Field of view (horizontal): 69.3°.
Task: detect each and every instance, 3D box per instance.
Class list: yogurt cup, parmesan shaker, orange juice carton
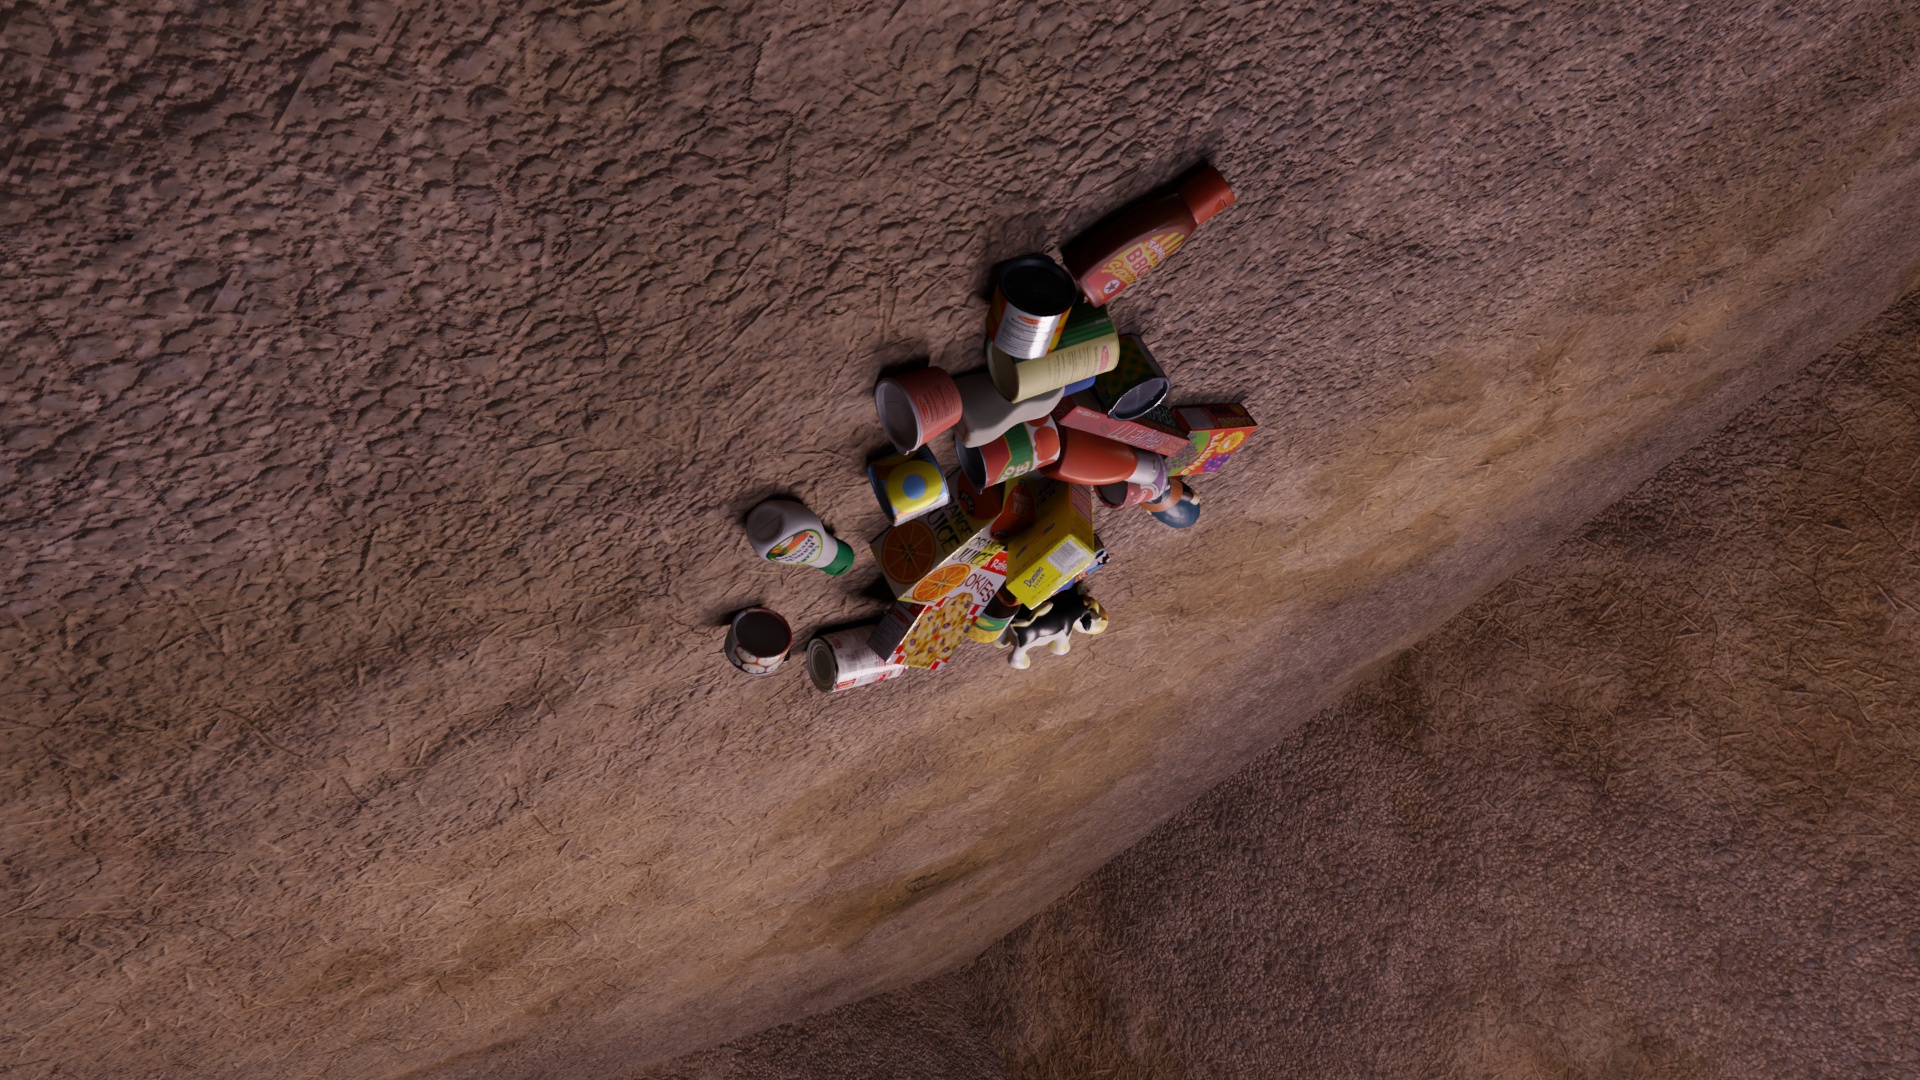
[{"bbox_3d":[-0.035,-0.119,1.217,0.054,0.072,0.072,-26,157,-27],"label":"yogurt cup"},{"bbox_3d":[0.081,-0.171,1.241,0.103,0.071,0.071,-20,154,-19],"label":"parmesan shaker"},{"bbox_3d":[0.005,-0.018,1.446,0.192,0.073,0.072,-40,154,20],"label":"orange juice carton"}]

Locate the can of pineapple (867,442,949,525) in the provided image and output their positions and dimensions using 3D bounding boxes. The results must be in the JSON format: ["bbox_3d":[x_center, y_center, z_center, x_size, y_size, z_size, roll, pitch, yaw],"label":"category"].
[{"bbox_3d":[-0.051,-0.056,1.322,0.058,0.071,0.070,-24,155,-12],"label":"can of pineapple"}]

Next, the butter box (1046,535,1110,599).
[{"bbox_3d":[0.138,0.035,1.759,0.103,0.024,0.053,-31,155,3],"label":"butter box"}]

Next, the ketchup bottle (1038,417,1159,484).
[{"bbox_3d":[0.147,-0.087,1.453,0.149,0.065,0.043,9,173,-40],"label":"ketchup bottle"}]

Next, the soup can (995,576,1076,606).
[{"bbox_3d":[0.084,0.038,1.654,0.084,0.071,0.071,-15,152,-27],"label":"soup can"}]

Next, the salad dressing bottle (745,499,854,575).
[{"bbox_3d":[-0.151,0.001,1.345,0.064,0.044,0.147,-36,156,11],"label":"salad dressing bottle"}]

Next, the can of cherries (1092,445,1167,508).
[{"bbox_3d":[0.189,-0.070,1.551,0.058,0.072,0.071,-12,151,-33],"label":"can of cherries"}]

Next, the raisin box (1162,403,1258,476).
[{"bbox_3d":[0.271,-0.115,1.595,0.124,0.040,0.085,-7,147,-42],"label":"raisin box"}]

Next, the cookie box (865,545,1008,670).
[{"bbox_3d":[-0.018,0.065,1.562,0.167,0.040,0.123,-55,151,9],"label":"cookie box"}]

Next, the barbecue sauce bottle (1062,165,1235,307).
[{"bbox_3d":[0.161,-0.261,1.180,0.148,0.044,0.065,-34,154,9],"label":"barbecue sauce bottle"}]

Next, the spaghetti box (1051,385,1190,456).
[{"bbox_3d":[0.162,-0.129,1.433,0.028,0.050,0.250,-41,154,25],"label":"spaghetti box"}]

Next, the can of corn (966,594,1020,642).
[{"bbox_3d":[0.029,0.081,1.680,0.071,0.071,0.058,-14,152,-32],"label":"can of corn"}]

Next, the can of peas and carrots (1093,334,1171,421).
[{"bbox_3d":[0.162,-0.158,1.363,0.071,0.059,0.070,-24,155,-12],"label":"can of peas and carrots"}]

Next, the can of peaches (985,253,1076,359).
[{"bbox_3d":[0.059,-0.197,1.168,0.071,0.071,0.057,-19,154,-23],"label":"can of peaches"}]

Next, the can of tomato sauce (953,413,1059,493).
[{"bbox_3d":[0.046,-0.092,1.351,0.083,0.071,0.070,-21,155,-19],"label":"can of tomato sauce"}]

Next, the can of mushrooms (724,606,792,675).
[{"bbox_3d":[-0.209,0.105,1.454,0.071,0.071,0.033,-13,150,-32],"label":"can of mushrooms"}]

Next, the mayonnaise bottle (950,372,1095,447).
[{"bbox_3d":[0.056,-0.137,1.287,0.148,0.065,0.041,-22,158,-25],"label":"mayonnaise bottle"}]
